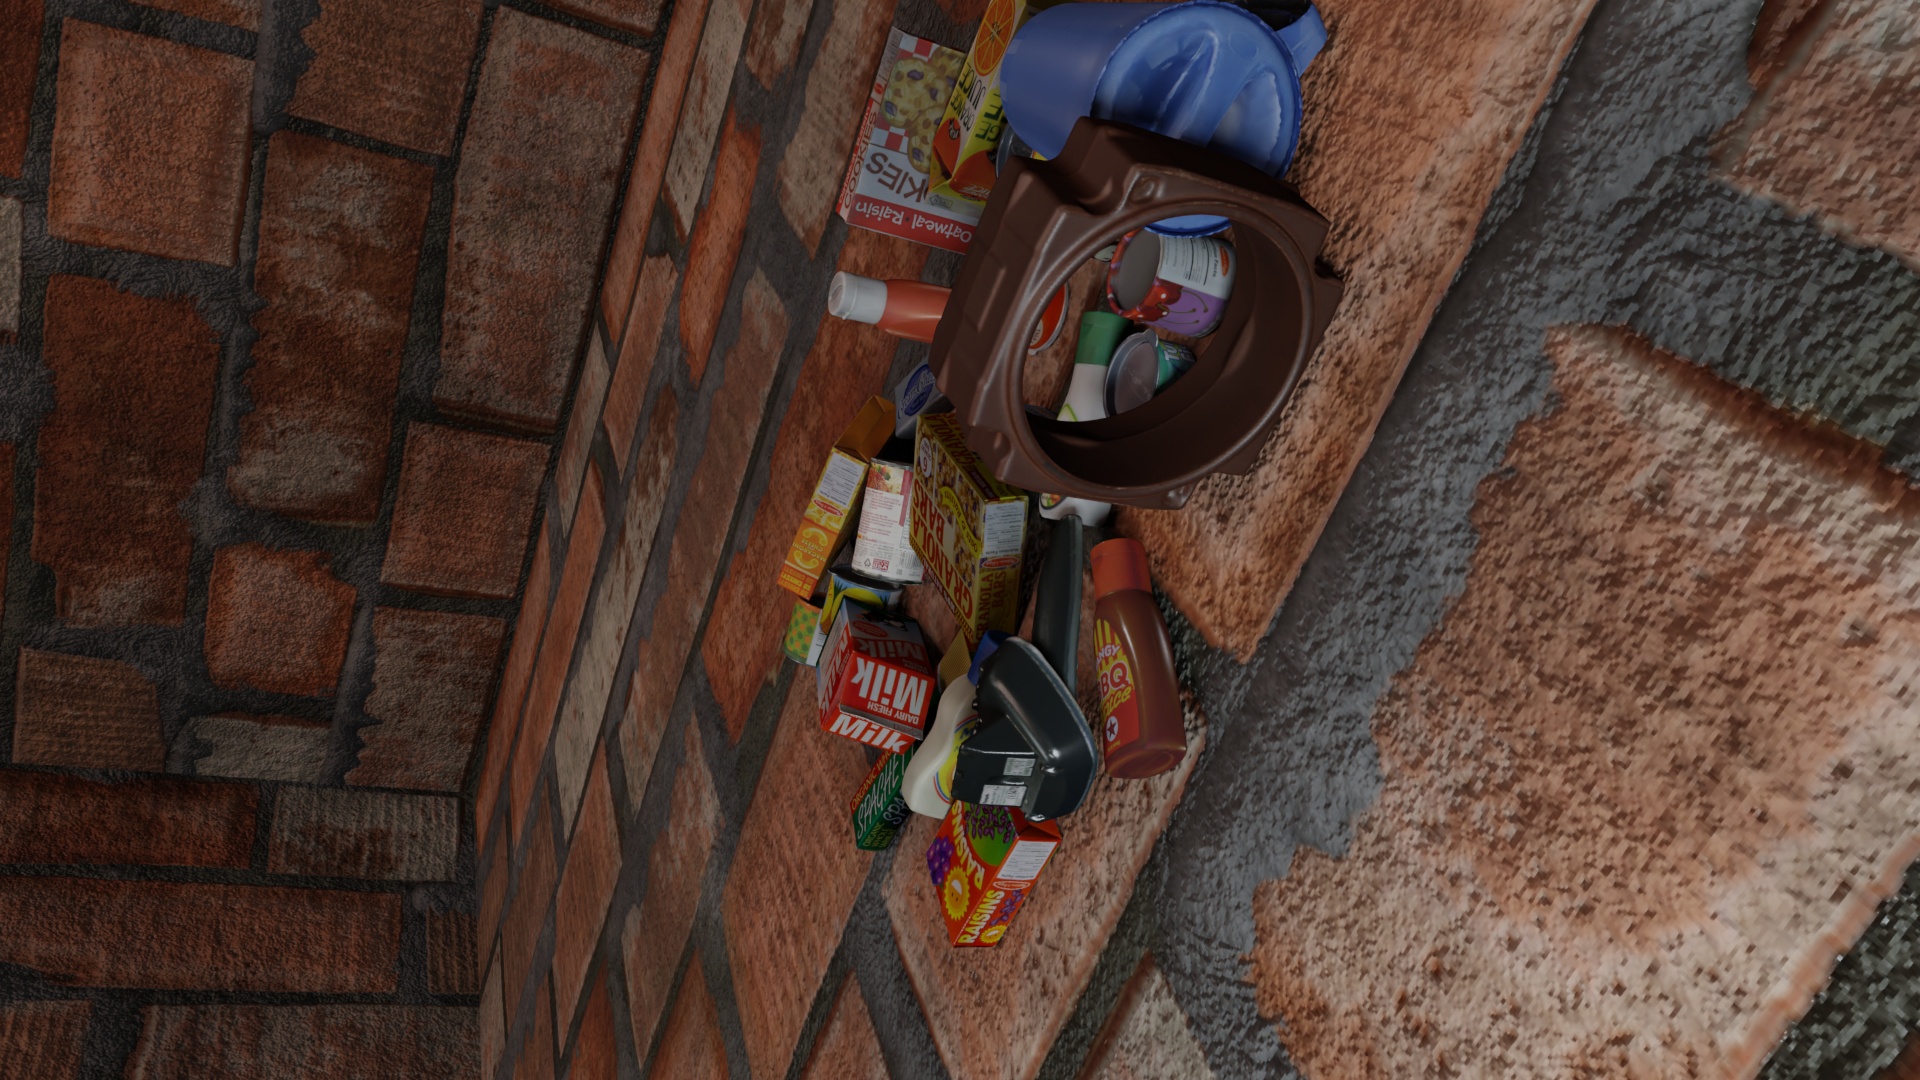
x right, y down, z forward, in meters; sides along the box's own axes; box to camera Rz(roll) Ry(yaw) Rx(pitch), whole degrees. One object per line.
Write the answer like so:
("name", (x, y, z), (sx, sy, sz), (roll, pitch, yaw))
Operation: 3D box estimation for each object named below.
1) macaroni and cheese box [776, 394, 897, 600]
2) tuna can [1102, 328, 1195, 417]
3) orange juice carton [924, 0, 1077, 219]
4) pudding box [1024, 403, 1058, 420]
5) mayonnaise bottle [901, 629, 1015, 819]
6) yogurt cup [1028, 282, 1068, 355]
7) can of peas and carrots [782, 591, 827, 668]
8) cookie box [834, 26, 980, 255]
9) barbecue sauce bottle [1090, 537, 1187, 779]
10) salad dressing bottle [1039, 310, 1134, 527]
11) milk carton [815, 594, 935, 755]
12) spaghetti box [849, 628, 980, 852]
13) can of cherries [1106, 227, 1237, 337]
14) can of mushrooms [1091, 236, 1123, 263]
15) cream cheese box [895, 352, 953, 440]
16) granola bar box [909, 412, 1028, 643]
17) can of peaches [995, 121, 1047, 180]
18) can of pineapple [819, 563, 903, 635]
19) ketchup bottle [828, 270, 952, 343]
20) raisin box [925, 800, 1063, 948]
("macaroni and cheese box", (-0.114, -0.042, 1.321), (0.165, 0.040, 0.124), (-63, 0, 32))
("tuna can", (0.126, -0.104, 0.918), (0.071, 0.033, 0.071), (-32, 53, 57))
("orange juice carton", (0.037, -0.354, 1.148), (0.191, 0.072, 0.073), (-64, 30, 31))
("pudding box", (0.061, -0.069, 1.045), (0.084, 0.030, 0.049), (43, 121, 61))
("mayonnaise bottle", (0.008, 0.139, 1.046), (0.147, 0.065, 0.041), (-68, 26, 17))
("yogurt cup", (0.045, -0.187, 1.091), (0.072, 0.054, 0.072), (-33, 51, 56))
("can of peas and carrots", (-0.135, 0.086, 1.351), (0.071, 0.071, 0.058), (38, 115, 61))
("cookie box", (-0.025, -0.344, 1.211), (0.166, 0.123, 0.040), (-70, 27, 22))
("barbecue sauce bottle", (0.109, 0.072, 0.880), (0.064, 0.044, 0.149), (127, 144, -55))
("salad dressing bottle", (0.091, -0.085, 0.972), (0.064, 0.044, 0.147), (12, 92, 66))
("milk carton", (-0.072, 0.115, 1.146), (0.191, 0.072, 0.073), (-115, 47, -73))
("spaghetti box", (-0.033, 0.171, 1.154), (0.248, 0.029, 0.050), (-59, 32, 37))
("can of cherries", (0.134, -0.167, 0.895), (0.071, 0.058, 0.071), (-32, 53, 57))
("can of mushrooms", (0.103, -0.238, 1.014), (0.070, 0.033, 0.071), (-34, 50, 56))
("cream cheese box", (-0.028, -0.134, 1.258), (0.103, 0.024, 0.053), (-36, 49, 56))
("granola bar box", (0.004, -0.014, 1.100), (0.166, 0.039, 0.123), (-125, 34, -56))
("can of peaches", (0.068, -0.299, 1.079), (0.071, 0.058, 0.071), (-35, 50, 56))
("can of pineapple", (-0.093, 0.059, 1.272), (0.071, 0.071, 0.057), (40, 118, 61))
("ketchup bottle", (-0.034, -0.189, 1.144), (0.064, 0.149, 0.043), (-25, 61, 60))
("raisin box", (0.021, 0.224, 1.011), (0.122, 0.040, 0.086), (-64, 31, 32))
